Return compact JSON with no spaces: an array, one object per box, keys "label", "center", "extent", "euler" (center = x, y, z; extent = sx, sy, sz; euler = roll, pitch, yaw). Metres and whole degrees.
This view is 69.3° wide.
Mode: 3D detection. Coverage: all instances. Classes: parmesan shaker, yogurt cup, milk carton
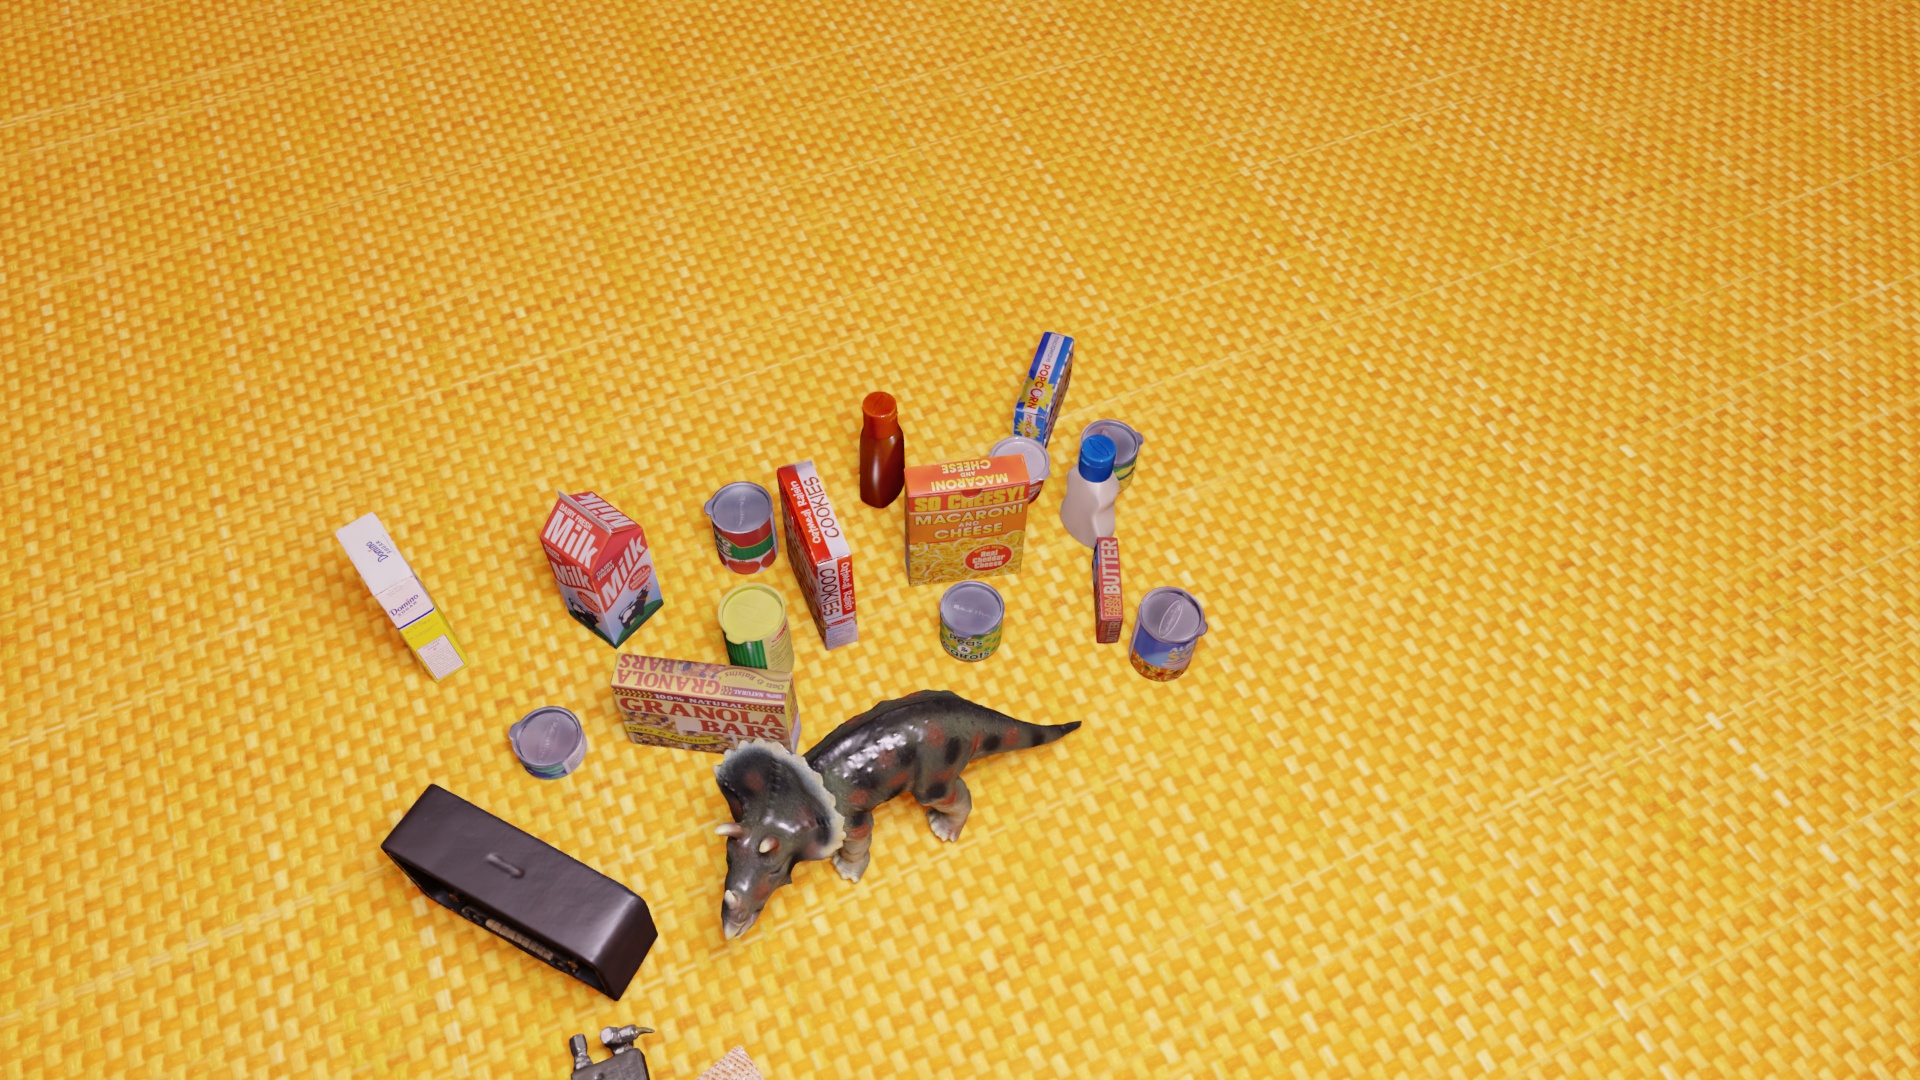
[{"label":"parmesan shaker","center":[-0.205,0.099,1.388],"extent":[0.071,0.102,0.071],"euler":[1,56,-1]},{"label":"yogurt cup","center":[0.064,-0.074,1.545],"extent":[0.072,0.053,0.073],"euler":[1,56,-1]},{"label":"milk carton","center":[-0.358,0.021,1.383],"extent":[0.072,0.189,0.074],"euler":[32,61,19]}]

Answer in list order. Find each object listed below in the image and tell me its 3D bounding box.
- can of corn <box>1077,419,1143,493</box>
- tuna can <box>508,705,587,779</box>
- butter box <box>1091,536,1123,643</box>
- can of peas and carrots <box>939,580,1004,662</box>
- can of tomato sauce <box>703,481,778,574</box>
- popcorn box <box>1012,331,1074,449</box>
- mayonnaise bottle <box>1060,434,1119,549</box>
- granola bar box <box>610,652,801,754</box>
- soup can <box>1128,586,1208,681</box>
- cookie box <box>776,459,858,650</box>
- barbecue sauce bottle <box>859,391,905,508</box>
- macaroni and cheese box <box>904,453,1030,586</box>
[{"label":"can of corn","center":[0.167,-0.093,1.558],"extent":[0.071,0.058,0.071],"euler":[1,56,-1]},{"label":"tuna can","center":[-0.403,0.198,1.356],"extent":[0.071,0.032,0.071],"euler":[1,56,-1]},{"label":"butter box","center":[0.154,0.052,1.461],"extent":[0.024,0.052,0.104],"euler":[1,56,-1]},{"label":"can of peas and carrots","center":[0.011,0.086,1.430],"extent":[0.071,0.058,0.071],"euler":[1,56,-1]},{"label":"can of tomato sauce","center":[-0.231,-0.012,1.475],"extent":[0.071,0.082,0.071],"euler":[1,56,-1]},{"label":"popcorn box","center":[0.095,-0.165,1.589],"extent":[0.038,0.084,0.127],"euler":[15,57,9]},{"label":"mayonnaise bottle","center":[0.140,-0.054,1.476],"extent":[0.041,0.147,0.065],"euler":[-35,63,-22]},{"label":"granola bar box","center":[-0.241,0.162,1.331],"extent":[0.166,0.123,0.039],"euler":[6,56,2]},{"label":"soup can","center":[0.211,0.098,1.413],"extent":[0.071,0.083,0.072],"euler":[1,56,-1]},{"label":"cookie box","center":[-0.145,0.017,1.407],"extent":[0.040,0.166,0.123],"euler":[-18,58,-13]},{"label":"barbecue sauce bottle","center":[-0.085,-0.100,1.501],"extent":[0.044,0.147,0.065],"euler":[22,58,13]},{"label":"macaroni and cheese box","center":[0.005,-0.018,1.436],"extent":[0.124,0.165,0.040],"euler":[-7,56,-7]}]
